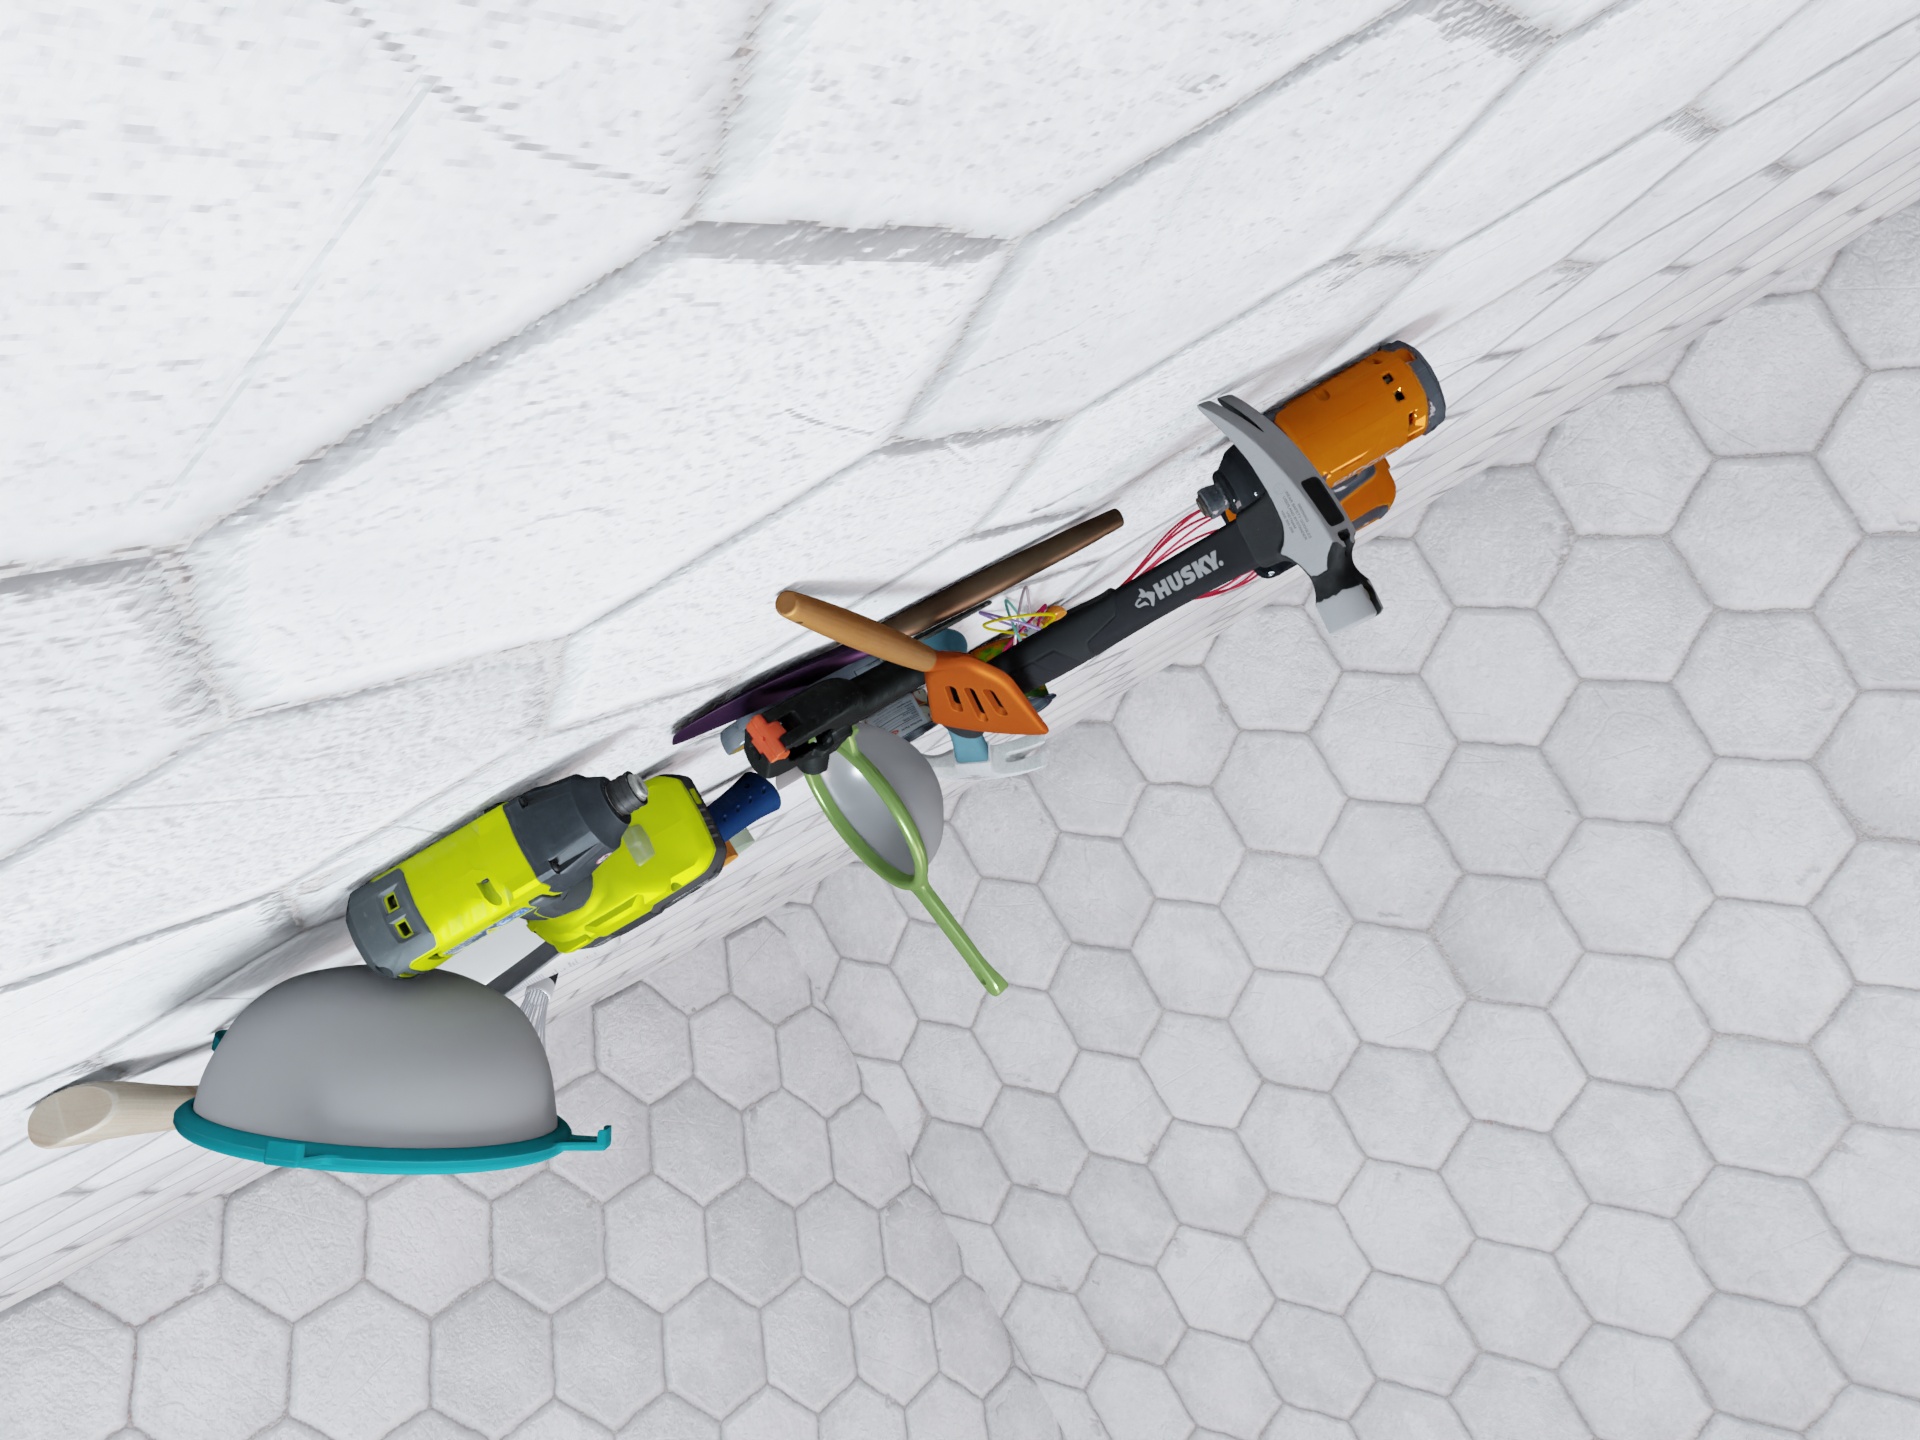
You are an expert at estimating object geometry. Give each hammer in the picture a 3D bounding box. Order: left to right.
[{"bbox_3d":[-0.492,0.272,1.132,0.146,0.038,0.410,-27,165,10],"label":"hammer"},{"bbox_3d":[-0.290,0.155,1.152,0.144,0.035,0.405,19,-137,36],"label":"hammer"},{"bbox_3d":[-0.002,-0.004,1.233,0.128,0.033,0.330,-4,164,4],"label":"hammer"},{"bbox_3d":[0.089,-0.067,0.967,0.035,0.146,0.335,-25,177,-44],"label":"hammer"}]

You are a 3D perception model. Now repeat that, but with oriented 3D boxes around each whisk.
[{"bbox_3d":[-0.353,0.244,1.303,0.070,0.070,0.285,-32,-152,19],"label":"whisk"},{"bbox_3d":[0.057,-0.067,1.226,0.047,0.051,0.245,-37,174,7],"label":"whisk"},{"bbox_3d":[0.142,-0.107,1.319,0.296,0.073,0.073,-25,179,40],"label":"whisk"}]

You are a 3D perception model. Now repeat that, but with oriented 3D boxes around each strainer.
[{"bbox_3d":[-0.366,0.185,0.942,0.210,0.095,0.340,11,175,-44],"label":"strainer"},{"bbox_3d":[-0.025,0.096,1.247,0.069,0.256,0.151,-38,-175,-22],"label":"strainer"}]

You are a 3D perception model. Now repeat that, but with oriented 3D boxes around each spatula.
[{"bbox_3d":[-0.032,-0.059,0.965,0.316,0.018,0.059,-28,176,-17],"label":"spatula"},{"bbox_3d":[-0.029,-0.029,0.894,0.081,0.041,0.322,6,176,20],"label":"spatula"}]

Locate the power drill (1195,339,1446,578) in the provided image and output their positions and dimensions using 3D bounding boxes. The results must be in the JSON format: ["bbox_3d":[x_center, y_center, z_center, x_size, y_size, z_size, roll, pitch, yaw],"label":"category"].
[{"bbox_3d":[0.233,-0.167,1.093,0.164,0.084,0.226,-29,171,2],"label":"power drill"}]

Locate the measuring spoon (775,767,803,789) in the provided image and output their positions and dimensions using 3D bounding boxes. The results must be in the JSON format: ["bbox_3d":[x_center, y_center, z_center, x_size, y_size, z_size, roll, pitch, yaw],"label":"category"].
[{"bbox_3d":[-0.136,0.037,1.398,0.034,0.018,0.124,-31,-178,14],"label":"measuring spoon"}]

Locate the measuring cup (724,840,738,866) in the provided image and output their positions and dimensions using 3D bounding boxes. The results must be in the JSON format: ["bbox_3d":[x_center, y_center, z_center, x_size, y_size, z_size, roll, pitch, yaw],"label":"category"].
[{"bbox_3d":[-0.251,0.117,1.284,0.095,0.052,0.173,-32,173,22],"label":"measuring cup"}]

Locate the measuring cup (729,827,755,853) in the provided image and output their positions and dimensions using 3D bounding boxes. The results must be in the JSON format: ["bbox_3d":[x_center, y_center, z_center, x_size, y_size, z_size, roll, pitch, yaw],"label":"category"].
[{"bbox_3d":[-0.269,0.135,1.459,0.167,0.038,0.083,-29,175,7],"label":"measuring cup"}]

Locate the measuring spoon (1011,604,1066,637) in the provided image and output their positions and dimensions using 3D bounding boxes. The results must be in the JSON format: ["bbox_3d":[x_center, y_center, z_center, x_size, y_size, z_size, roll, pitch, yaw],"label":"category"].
[{"bbox_3d":[0.040,-0.070,1.355,0.117,0.011,0.021,-29,165,27],"label":"measuring spoon"}]

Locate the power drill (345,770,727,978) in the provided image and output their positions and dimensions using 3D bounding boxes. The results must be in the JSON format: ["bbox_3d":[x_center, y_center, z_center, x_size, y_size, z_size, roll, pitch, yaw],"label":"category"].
[{"bbox_3d":[-0.228,0.082,0.932,0.171,0.080,0.223,-30,172,7],"label":"power drill"}]

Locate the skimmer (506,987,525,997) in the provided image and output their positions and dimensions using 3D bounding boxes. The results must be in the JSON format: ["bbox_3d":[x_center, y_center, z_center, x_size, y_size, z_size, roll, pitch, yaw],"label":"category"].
[{"bbox_3d":[-0.456,0.302,1.733,0.363,0.090,0.127,-35,142,28],"label":"skimmer"}]
